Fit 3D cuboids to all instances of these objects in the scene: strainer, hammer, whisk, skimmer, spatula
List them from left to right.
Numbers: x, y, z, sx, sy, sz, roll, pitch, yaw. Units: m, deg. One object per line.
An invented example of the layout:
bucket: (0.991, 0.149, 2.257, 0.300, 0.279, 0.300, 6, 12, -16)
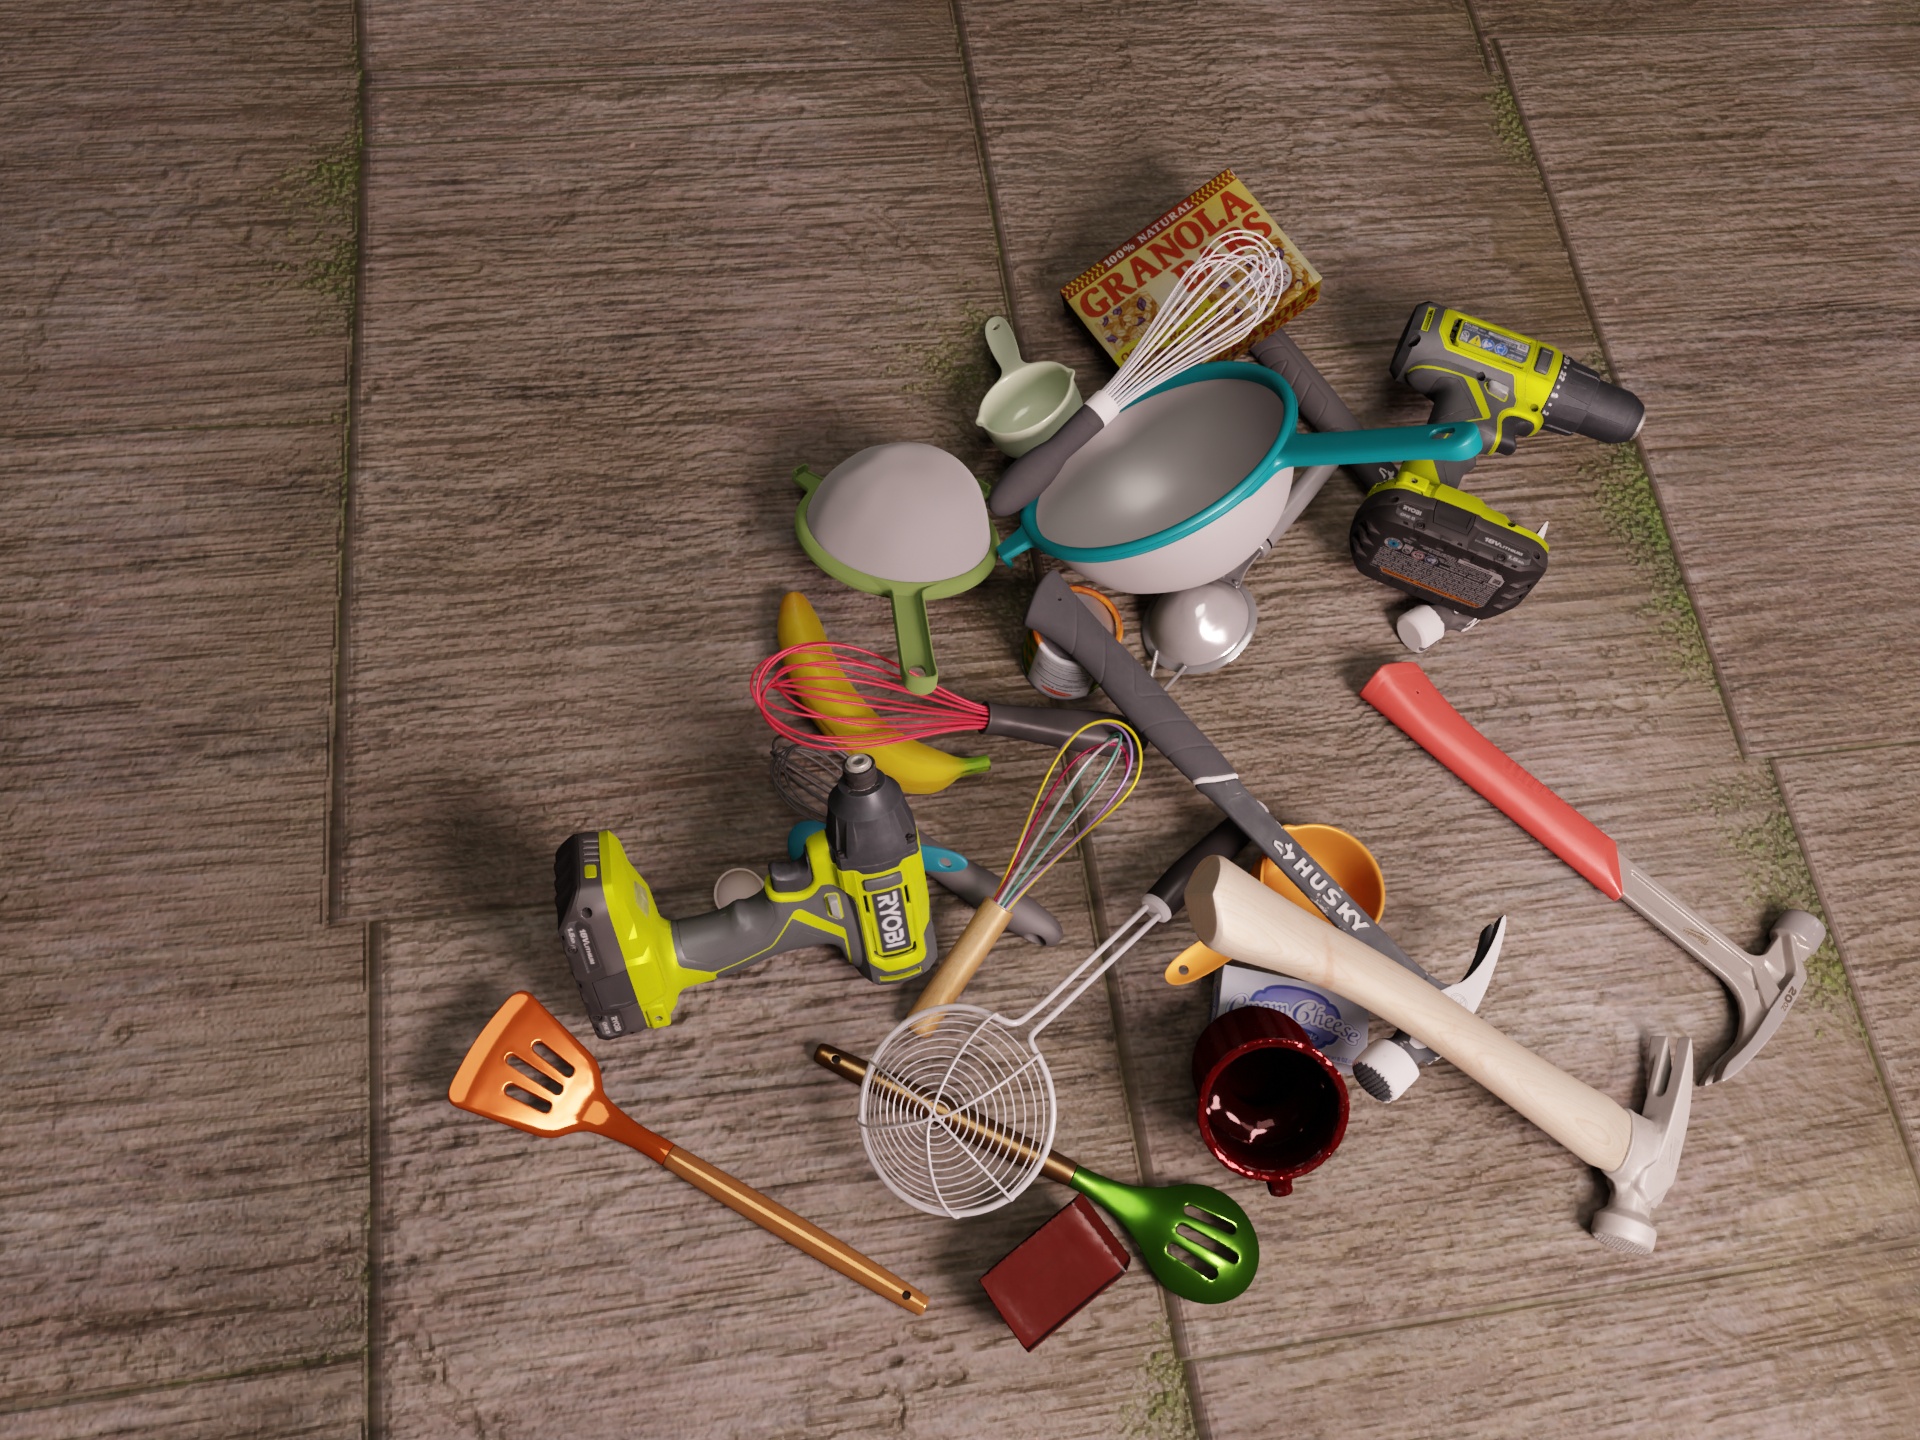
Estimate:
spatula: (-0.161, 0.282, 0.988, 0.322, 0.041, 0.081, 29, 67, 6)
strainer: (-0.035, -0.122, 1.100, 0.151, 0.069, 0.257, 3, 40, -11)
whisk: (-0.031, 0.082, 1.081, 0.239, 0.055, 0.055, 33, 68, 3)
whisk: (-0.002, -0.003, 1.088, 0.295, 0.073, 0.073, 7, 65, -22)
whisk: (0.041, 0.105, 1.042, 0.047, 0.051, 0.245, 34, 91, -22)
skimmer: (0.084, 0.173, 1.050, 0.127, 0.090, 0.363, 40, 54, 20)
whisk: (0.125, -0.249, 1.152, 0.284, 0.070, 0.070, -43, 77, -4)
hammer: (0.188, 0.051, 1.062, 0.149, 0.036, 0.409, -37, 77, -23)
strainer: (0.215, -0.126, 1.180, 0.087, 0.050, 0.258, 30, 71, 33)
strainer: (0.204, -0.156, 1.107, 0.340, 0.095, 0.211, 3, 49, 40)
hammer: (0.314, -0.217, 1.249, 0.146, 0.035, 0.335, -30, 73, -16)
hammer: (0.304, 0.183, 0.981, 0.410, 0.038, 0.146, 32, 68, -21)
hammer: (0.429, 0.089, 1.130, 0.359, 0.036, 0.149, 40, 69, 11)

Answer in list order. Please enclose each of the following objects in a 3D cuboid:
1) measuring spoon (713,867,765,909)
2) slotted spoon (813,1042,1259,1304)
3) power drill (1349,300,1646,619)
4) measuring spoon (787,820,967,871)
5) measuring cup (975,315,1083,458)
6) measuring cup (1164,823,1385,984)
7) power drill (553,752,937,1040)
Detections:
measuring spoon: (-0.105, 0.120, 1.078, 0.124, 0.018, 0.034, 4, 80, -11)
slotted spoon: (0.047, 0.281, 1.017, 0.314, 0.031, 0.070, 25, 70, 7)
power drill: (0.399, -0.195, 1.187, 0.190, 0.080, 0.229, 22, 65, 5)
measuring spoon: (-0.058, 0.093, 1.057, 0.128, 0.042, 0.021, 4, 35, 19)
measuring cup: (0.047, -0.260, 1.229, 0.083, 0.038, 0.168, -27, 42, 10)
measuring cup: (0.203, 0.138, 1.074, 0.173, 0.052, 0.095, -27, 74, -18)
power drill: (-0.133, 0.109, 0.998, 0.223, 0.171, 0.080, -13, 38, -7)
